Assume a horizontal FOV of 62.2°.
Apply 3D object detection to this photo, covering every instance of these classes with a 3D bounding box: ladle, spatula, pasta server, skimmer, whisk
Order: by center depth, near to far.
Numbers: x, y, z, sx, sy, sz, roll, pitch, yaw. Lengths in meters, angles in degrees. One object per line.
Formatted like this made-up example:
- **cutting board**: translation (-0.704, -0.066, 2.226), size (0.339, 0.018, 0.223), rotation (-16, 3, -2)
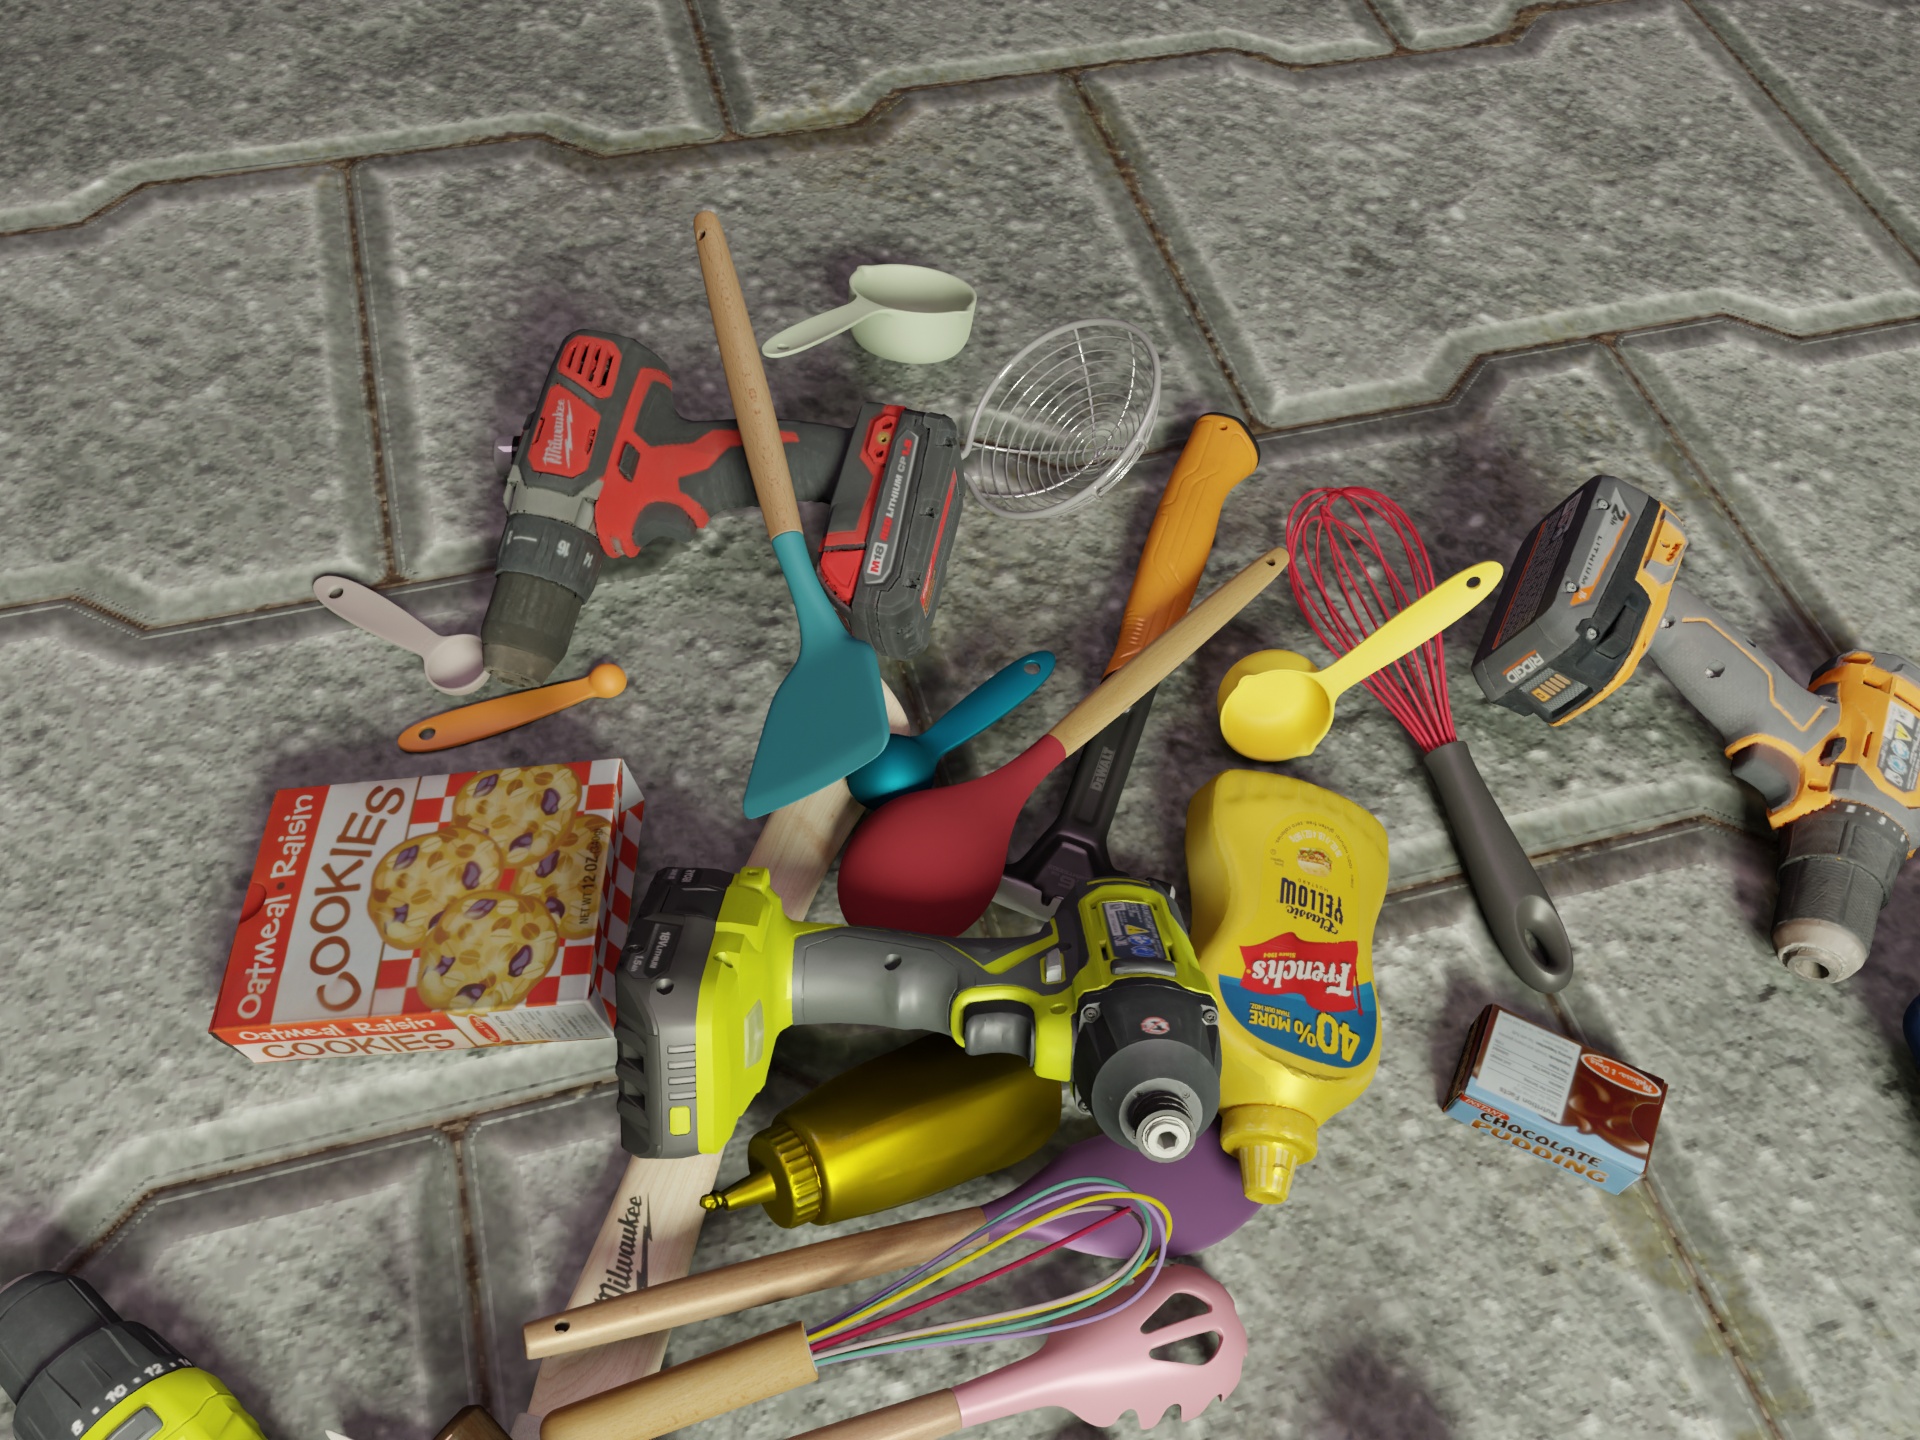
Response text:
- **whisk**: translation (-0.036, 0.224, 0.593), size (0.245, 0.047, 0.051), rotation (-17, 60, -7)
- **pasta server**: translation (-0.029, 0.268, 0.596), size (0.316, 0.040, 0.060), rotation (-11, 62, -18)
- **spatula**: translation (-0.014, 0.211, 0.640), size (0.315, 0.018, 0.060), rotation (-7, 53, -22)
- **spatula**: translation (-0.092, -0.111, 0.743), size (0.082, 0.044, 0.318), rotation (-26, 69, 28)
- **ladle**: translation (0.063, 0.000, 0.771), size (0.069, 0.031, 0.315), rotation (44, 61, 13)
- **whisk**: translation (0.238, -0.001, 0.807), size (0.073, 0.073, 0.296), rotation (-12, 64, -12)
- **skimmer**: translation (-0.075, -0.165, 0.872), size (0.363, 0.090, 0.127), rotation (0, 59, -4)

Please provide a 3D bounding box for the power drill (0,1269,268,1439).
- **power drill**: translation (-0.342, 0.322, 0.541), size (0.191, 0.080, 0.228), rotation (36, 59, 18)

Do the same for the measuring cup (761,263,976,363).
- **measuring cup**: translation (-0.057, -0.221, 0.917), size (0.083, 0.038, 0.167), rotation (29, 42, 25)

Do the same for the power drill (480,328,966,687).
- **power drill**: translation (-0.124, -0.091, 0.801), size (0.227, 0.080, 0.188), rotation (12, 76, 7)

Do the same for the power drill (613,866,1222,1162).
- **power drill**: translation (-0.014, 0.114, 0.617), size (0.223, 0.080, 0.171), rotation (1, 17, -1)

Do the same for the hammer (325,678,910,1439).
- **hammer**: translation (-0.117, 0.142, 0.699), size (0.146, 0.038, 0.411), rotation (14, 56, 7)

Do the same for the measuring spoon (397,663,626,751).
- **measuring spoon**: translation (-0.226, -0.007, 0.804), size (0.117, 0.011, 0.021), rotation (-18, 59, -15)

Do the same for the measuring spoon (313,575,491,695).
- **measuring spoon**: translation (-0.290, -0.045, 0.827), size (0.124, 0.018, 0.034), rotation (27, 65, 22)

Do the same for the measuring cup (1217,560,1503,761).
- **measuring cup**: translation (0.196, -0.037, 0.789), size (0.156, 0.062, 0.029), rotation (-35, 29, 19)

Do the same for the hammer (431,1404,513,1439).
- **hammer**: translation (-0.057, 0.354, 0.517), size (0.331, 0.031, 0.130), rotation (42, 64, 5)

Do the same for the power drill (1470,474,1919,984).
- **power drill**: translation (0.368, 0.005, 0.779), size (0.226, 0.084, 0.185), rotation (33, 60, -2)

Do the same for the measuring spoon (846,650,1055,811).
- **measuring spoon**: translation (-0.001, -0.002, 0.767), size (0.128, 0.021, 0.042), rotation (-37, 64, -23)

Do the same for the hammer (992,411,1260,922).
- **hammer**: translation (0.089, -0.043, 0.836), size (0.127, 0.034, 0.337), rotation (19, 57, 7)
